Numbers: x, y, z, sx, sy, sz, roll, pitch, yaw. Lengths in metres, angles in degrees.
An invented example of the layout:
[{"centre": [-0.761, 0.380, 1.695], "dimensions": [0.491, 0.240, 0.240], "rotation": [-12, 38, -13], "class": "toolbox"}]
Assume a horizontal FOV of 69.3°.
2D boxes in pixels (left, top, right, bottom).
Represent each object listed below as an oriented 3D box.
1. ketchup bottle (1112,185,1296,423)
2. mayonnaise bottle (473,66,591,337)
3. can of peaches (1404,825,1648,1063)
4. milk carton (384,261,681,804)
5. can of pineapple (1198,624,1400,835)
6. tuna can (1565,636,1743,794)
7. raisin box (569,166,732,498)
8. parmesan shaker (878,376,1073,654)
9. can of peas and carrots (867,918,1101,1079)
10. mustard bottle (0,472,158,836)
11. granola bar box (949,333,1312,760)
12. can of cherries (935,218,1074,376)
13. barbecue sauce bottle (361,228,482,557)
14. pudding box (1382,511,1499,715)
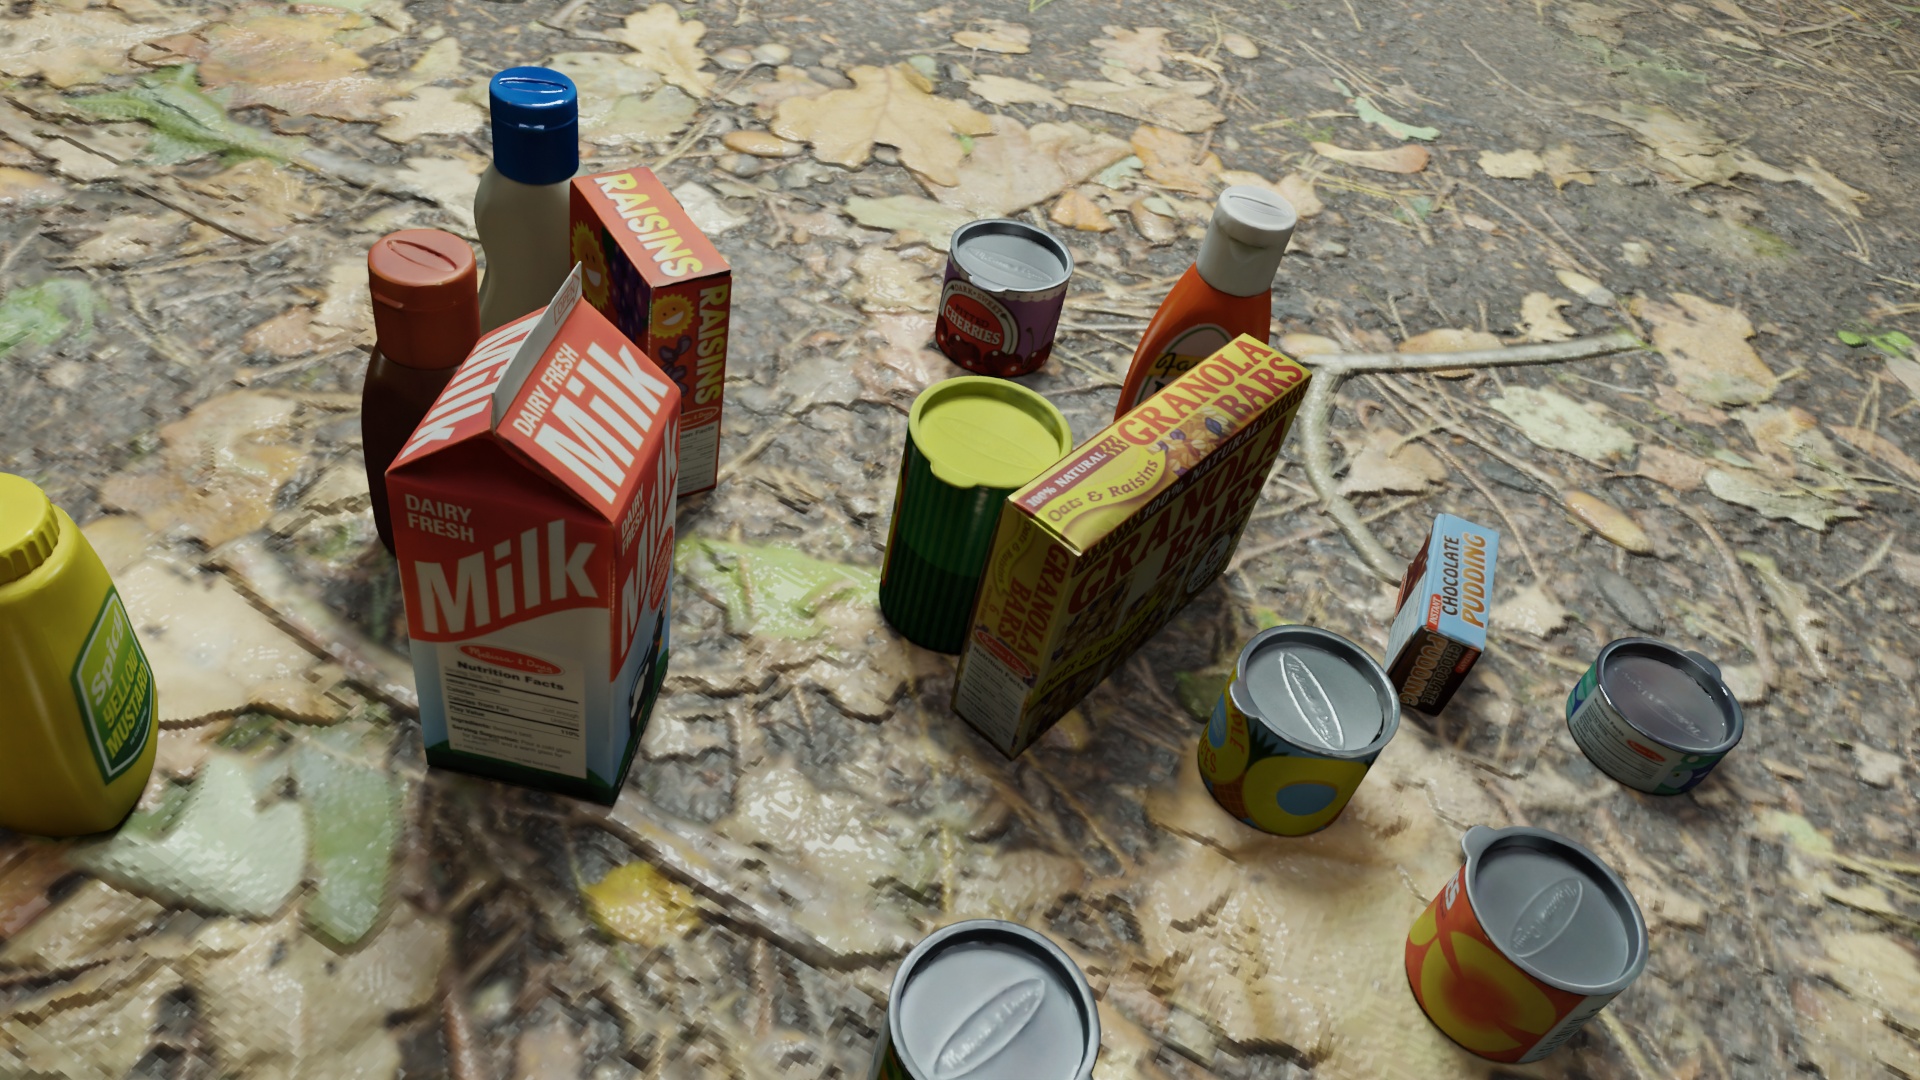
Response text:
[{"centre": [0.121, -0.099, 0.672], "dimensions": [0.065, 0.148, 0.044], "rotation": [18, 44, 4], "class": "ketchup bottle"}, {"centre": [-0.192, -0.141, 0.637], "dimensions": [0.065, 0.147, 0.041], "rotation": [1, 45, -13], "class": "mayonnaise bottle"}, {"centre": [0.203, 0.147, 0.510], "dimensions": [0.071, 0.057, 0.071], "rotation": [7, 44, -7], "class": "can of peaches"}, {"centre": [-0.142, 0.002, 0.475], "dimensions": [0.073, 0.189, 0.073], "rotation": [13, 44, -1], "class": "milk carton"}, {"centre": [0.134, 0.077, 0.563], "dimensions": [0.071, 0.057, 0.071], "rotation": [7, 44, -7], "class": "can of pineapple"}, {"centre": [0.312, 0.077, 0.625], "dimensions": [0.071, 0.032, 0.071], "rotation": [7, 44, -7], "class": "tuna can"}, {"centre": [-0.139, -0.089, 0.616], "dimensions": [0.040, 0.122, 0.086], "rotation": [-18, 52, -29], "class": "raisin box"}, {"centre": [0.002, -0.007, 0.583], "dimensions": [0.071, 0.102, 0.072], "rotation": [7, 44, -7], "class": "parmesan shaker"}, {"centre": [0.008, 0.166, 0.441], "dimensions": [0.071, 0.058, 0.071], "rotation": [7, 44, -7], "class": "can of peas and carrots"}, {"centre": [-0.293, 0.028, 0.433], "dimensions": [0.049, 0.159, 0.065], "rotation": [3, 45, -11], "class": "mustard bottle"}, {"centre": [0.070, -0.001, 0.578], "dimensions": [0.039, 0.123, 0.166], "rotation": [37, 48, 22], "class": "granola bar box"}, {"centre": [0.021, -0.129, 0.741], "dimensions": [0.071, 0.058, 0.072], "rotation": [7, 44, -7], "class": "can of cherries"}, {"centre": [-0.203, -0.049, 0.541], "dimensions": [0.065, 0.147, 0.044], "rotation": [24, 45, 10], "class": "barbecue sauce bottle"}, {"centre": [0.219, 0.032, 0.635], "dimensions": [0.030, 0.049, 0.084], "rotation": [22, 44, 8], "class": "pudding box"}]
